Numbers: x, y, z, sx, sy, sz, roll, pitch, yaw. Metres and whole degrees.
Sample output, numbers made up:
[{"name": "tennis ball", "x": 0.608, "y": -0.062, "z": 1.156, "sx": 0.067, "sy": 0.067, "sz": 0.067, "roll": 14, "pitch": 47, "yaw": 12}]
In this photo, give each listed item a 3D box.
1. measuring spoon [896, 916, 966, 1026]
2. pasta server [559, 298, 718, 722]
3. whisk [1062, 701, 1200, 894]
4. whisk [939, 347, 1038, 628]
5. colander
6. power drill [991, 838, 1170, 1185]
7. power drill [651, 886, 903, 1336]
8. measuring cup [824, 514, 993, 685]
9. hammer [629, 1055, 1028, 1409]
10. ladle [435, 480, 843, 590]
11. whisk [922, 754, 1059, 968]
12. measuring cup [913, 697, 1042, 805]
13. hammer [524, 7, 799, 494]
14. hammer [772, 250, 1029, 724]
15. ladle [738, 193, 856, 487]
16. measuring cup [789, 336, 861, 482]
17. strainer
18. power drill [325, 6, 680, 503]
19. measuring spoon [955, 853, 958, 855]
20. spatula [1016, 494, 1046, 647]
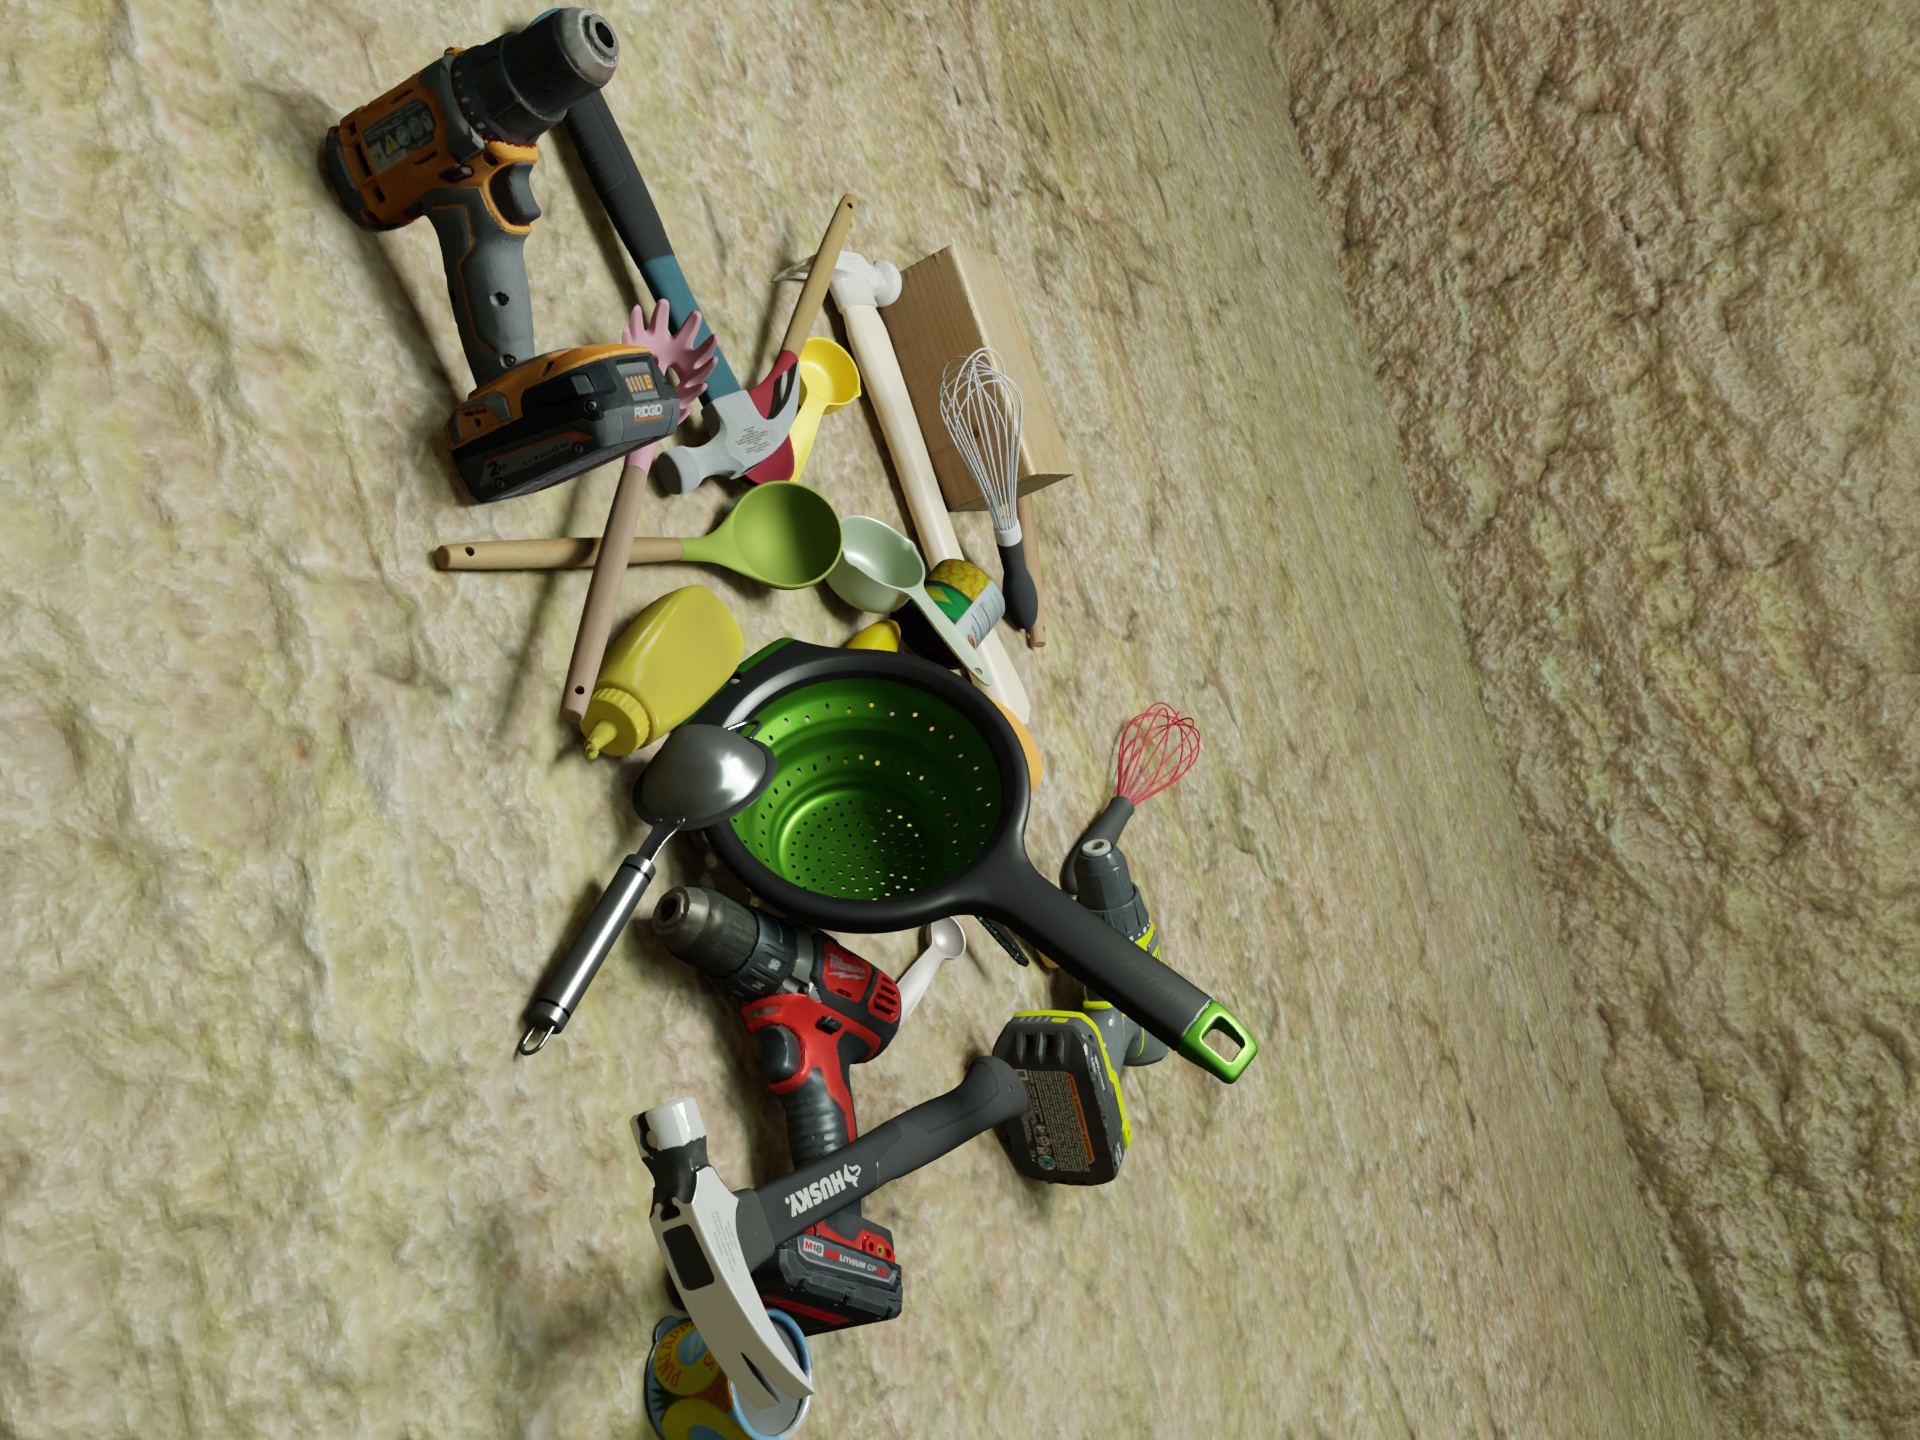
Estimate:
[{"name": "measuring spoon", "x": -0.032, "y": 0.178, "z": 1.103, "sx": 0.034, "sy": 0.018, "sz": 0.124, "roll": 52, "pitch": 39, "yaw": -9}, {"name": "pasta server", "x": -0.194, "y": -0.130, "z": 0.929, "sx": 0.060, "sy": 0.040, "sz": 0.317, "roll": 17, "pitch": 50, "yaw": -16}, {"name": "whisk", "x": 0.153, "y": 0.068, "z": 1.439, "sx": 0.073, "sy": 0.073, "sz": 0.296, "roll": 61, "pitch": 37, "yaw": -16}, {"name": "whisk", "x": 0.034, "y": -0.182, "z": 1.312, "sx": 0.284, "sy": 0.070, "sz": 0.070, "roll": 75, "pitch": 18, "yaw": -45}, {"name": "colander", "x": 0.001, "y": 0.104, "z": 0.966, "sx": 0.397, "sy": 0.094, "sz": 0.204, "roll": 35, "pitch": 56, "yaw": 20}, {"name": "power drill", "x": 0.099, "y": 0.217, "z": 1.202, "sx": 0.228, "sy": 0.080, "sz": 0.190, "roll": -52, "pitch": 133, "yaw": -57}, {"name": "power drill", "x": -0.106, "y": 0.212, "z": 0.894, "sx": 0.187, "sy": 0.080, "sz": 0.227, "roll": 39, "pitch": 39, "yaw": -43}, {"name": "measuring cup", "x": -0.039, "y": -0.079, "z": 1.164, "sx": 0.168, "sy": 0.038, "sz": 0.083, "roll": 50, "pitch": 35, "yaw": 12}, {"name": "hammer", "x": -0.045, "y": 0.243, "z": 0.861, "sx": 0.334, "sy": 0.035, "sz": 0.146, "roll": -2, "pitch": 69, "yaw": -63}, {"name": "ladle", "x": -0.185, "y": -0.110, "z": 0.979, "sx": 0.320, "sy": 0.062, "sz": 0.078, "roll": -12, "pitch": 77, "yaw": -58}, {"name": "whisk", "x": 0.030, "y": 0.105, "z": 1.196, "sx": 0.047, "sy": 0.051, "sz": 0.244, "roll": -41, "pitch": 129, "yaw": -19}, {"name": "measuring cup", "x": -0.002, "y": -0.004, "z": 1.208, "sx": 0.173, "sy": 0.052, "sz": 0.095, "roll": 49, "pitch": 20, "yaw": -23}, {"name": "hammer", "x": -0.210, "y": -0.318, "z": 1.062, "sx": 0.128, "sy": 0.033, "sz": 0.331, "roll": -27, "pitch": 93, "yaw": -38}, {"name": "hammer", "x": -0.035, "y": -0.183, "z": 1.293, "sx": 0.146, "sy": 0.038, "sz": 0.410, "roll": -21, "pitch": 91, "yaw": -59}, {"name": "ladle", "x": -0.121, "y": -0.289, "z": 1.180, "sx": 0.069, "sy": 0.031, "sz": 0.316, "roll": 35, "pitch": 51, "yaw": -29}, {"name": "measuring cup", "x": -0.121, "y": -0.221, "z": 1.190, "sx": 0.062, "sy": 0.029, "sz": 0.157, "roll": 33, "pitch": 56, "yaw": -25}, {"name": "strainer", "x": -0.173, "y": 0.075, "z": 0.873, "sx": 0.050, "sy": 0.087, "sz": 0.259, "roll": 71, "pitch": 33, "yaw": -42}, {"name": "power drill", "x": -0.231, "y": -0.251, "z": 0.860, "sx": 0.084, "sy": 0.185, "sz": 0.226, "roll": -33, "pitch": 104, "yaw": -61}, {"name": "measuring spoon", "x": 0.007, "y": 0.102, "z": 1.201, "sx": 0.042, "sy": 0.021, "sz": 0.129, "roll": 58, "pitch": 30, "yaw": -21}, {"name": "spatula", "x": 0.060, "y": -0.207, "z": 1.486, "sx": 0.059, "sy": 0.018, "sz": 0.316, "roll": 32, "pitch": 46, "yaw": -49}]
